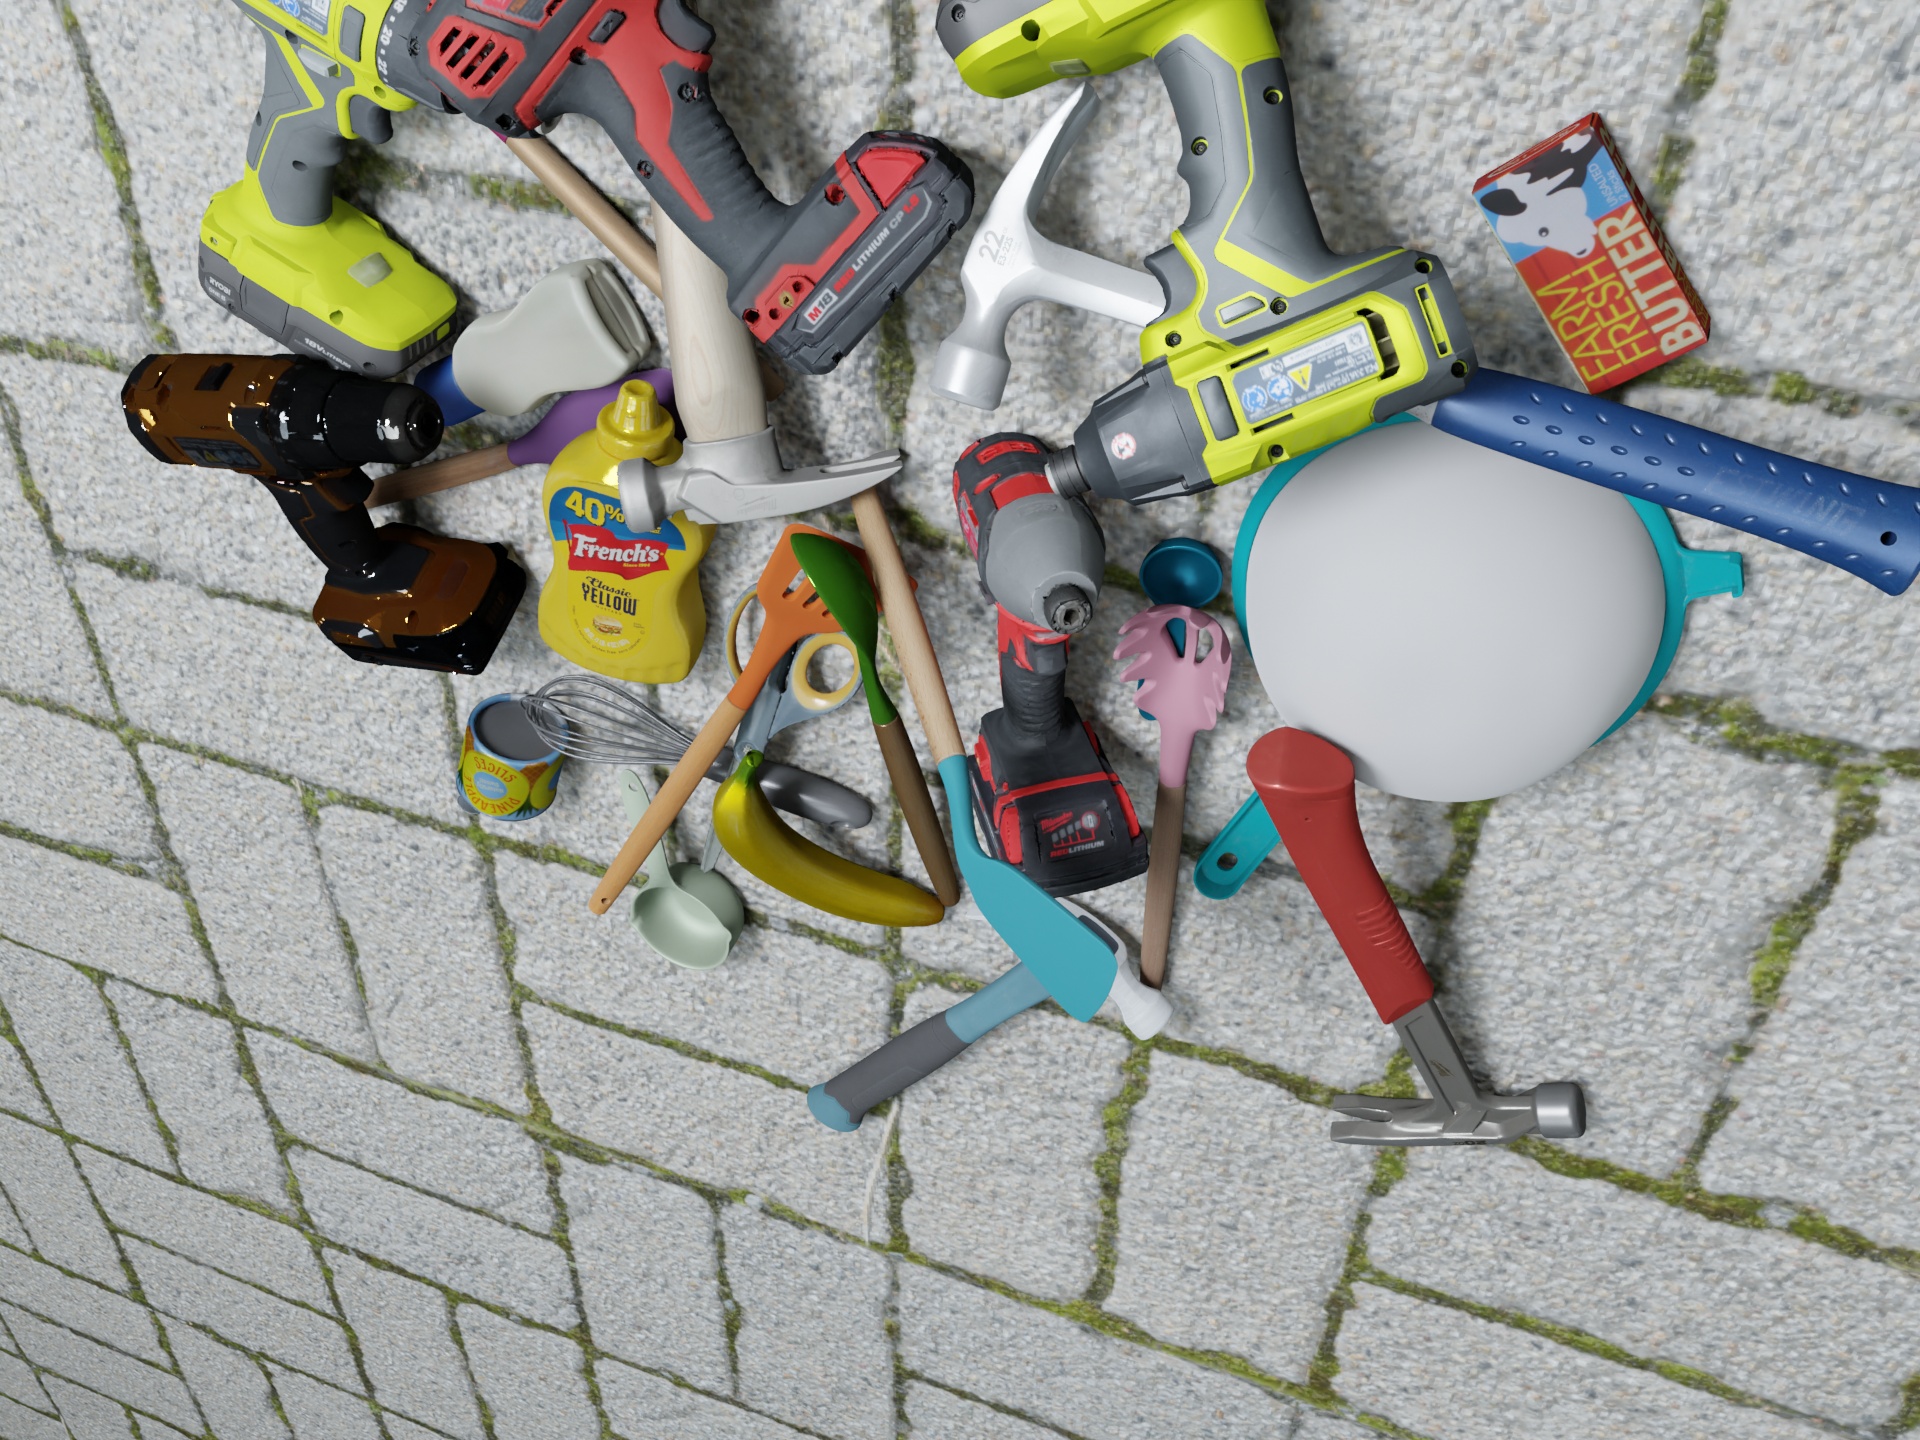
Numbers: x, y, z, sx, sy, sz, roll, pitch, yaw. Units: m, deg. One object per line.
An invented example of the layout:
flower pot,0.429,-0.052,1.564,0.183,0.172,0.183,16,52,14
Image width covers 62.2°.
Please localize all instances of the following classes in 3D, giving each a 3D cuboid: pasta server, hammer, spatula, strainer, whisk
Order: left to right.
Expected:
spatula,-0.282,-0.151,0.946,0.316,0.018,0.059,-7,125,29
hammer,-0.124,-0.290,0.737,0.146,0.038,0.410,-9,118,-4
whisk,-0.168,0.024,1.007,0.239,0.055,0.055,19,130,6
spatula,-0.142,0.011,0.931,0.081,0.041,0.322,25,119,-24
hammer,-0.006,0.210,1.065,0.128,0.033,0.331,48,133,-2
spatula,-0.001,-0.003,0.787,0.044,0.318,0.082,-11,152,-15
pasta server,0.113,0.057,0.887,0.060,0.040,0.316,18,135,20
strainer,0.196,0.005,0.781,0.211,0.095,0.340,32,130,1
hammer,0.218,0.131,0.844,0.149,0.037,0.358,-9,136,30
hammer,0.192,-0.145,0.663,0.405,0.035,0.144,21,103,13

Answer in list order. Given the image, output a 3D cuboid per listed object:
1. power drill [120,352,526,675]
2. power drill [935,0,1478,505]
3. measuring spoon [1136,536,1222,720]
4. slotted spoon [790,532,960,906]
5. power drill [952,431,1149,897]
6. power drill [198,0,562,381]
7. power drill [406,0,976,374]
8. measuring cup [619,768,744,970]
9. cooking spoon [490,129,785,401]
power drill,-0.334,-0.118,0.905,0.185,0.084,0.226,6,149,22
power drill,0.084,-0.205,0.628,0.171,0.080,0.223,-20,95,17
measuring spoon,0.110,-0.049,0.839,0.042,0.021,0.128,10,138,4
slotted spoon,-0.037,0.012,0.902,0.031,0.070,0.313,-21,137,-4
power drill,0.043,-0.021,0.805,0.078,0.143,0.219,-12,126,-7
power drill,-0.300,-0.286,0.801,0.190,0.080,0.228,32,136,0
power drill,-0.095,-0.283,0.682,0.226,0.080,0.188,39,106,-19
measuring cup,-0.194,0.094,1.076,0.083,0.038,0.167,3,123,24
cooking spoon,-0.208,-0.281,0.813,0.319,0.017,0.068,44,131,-9
